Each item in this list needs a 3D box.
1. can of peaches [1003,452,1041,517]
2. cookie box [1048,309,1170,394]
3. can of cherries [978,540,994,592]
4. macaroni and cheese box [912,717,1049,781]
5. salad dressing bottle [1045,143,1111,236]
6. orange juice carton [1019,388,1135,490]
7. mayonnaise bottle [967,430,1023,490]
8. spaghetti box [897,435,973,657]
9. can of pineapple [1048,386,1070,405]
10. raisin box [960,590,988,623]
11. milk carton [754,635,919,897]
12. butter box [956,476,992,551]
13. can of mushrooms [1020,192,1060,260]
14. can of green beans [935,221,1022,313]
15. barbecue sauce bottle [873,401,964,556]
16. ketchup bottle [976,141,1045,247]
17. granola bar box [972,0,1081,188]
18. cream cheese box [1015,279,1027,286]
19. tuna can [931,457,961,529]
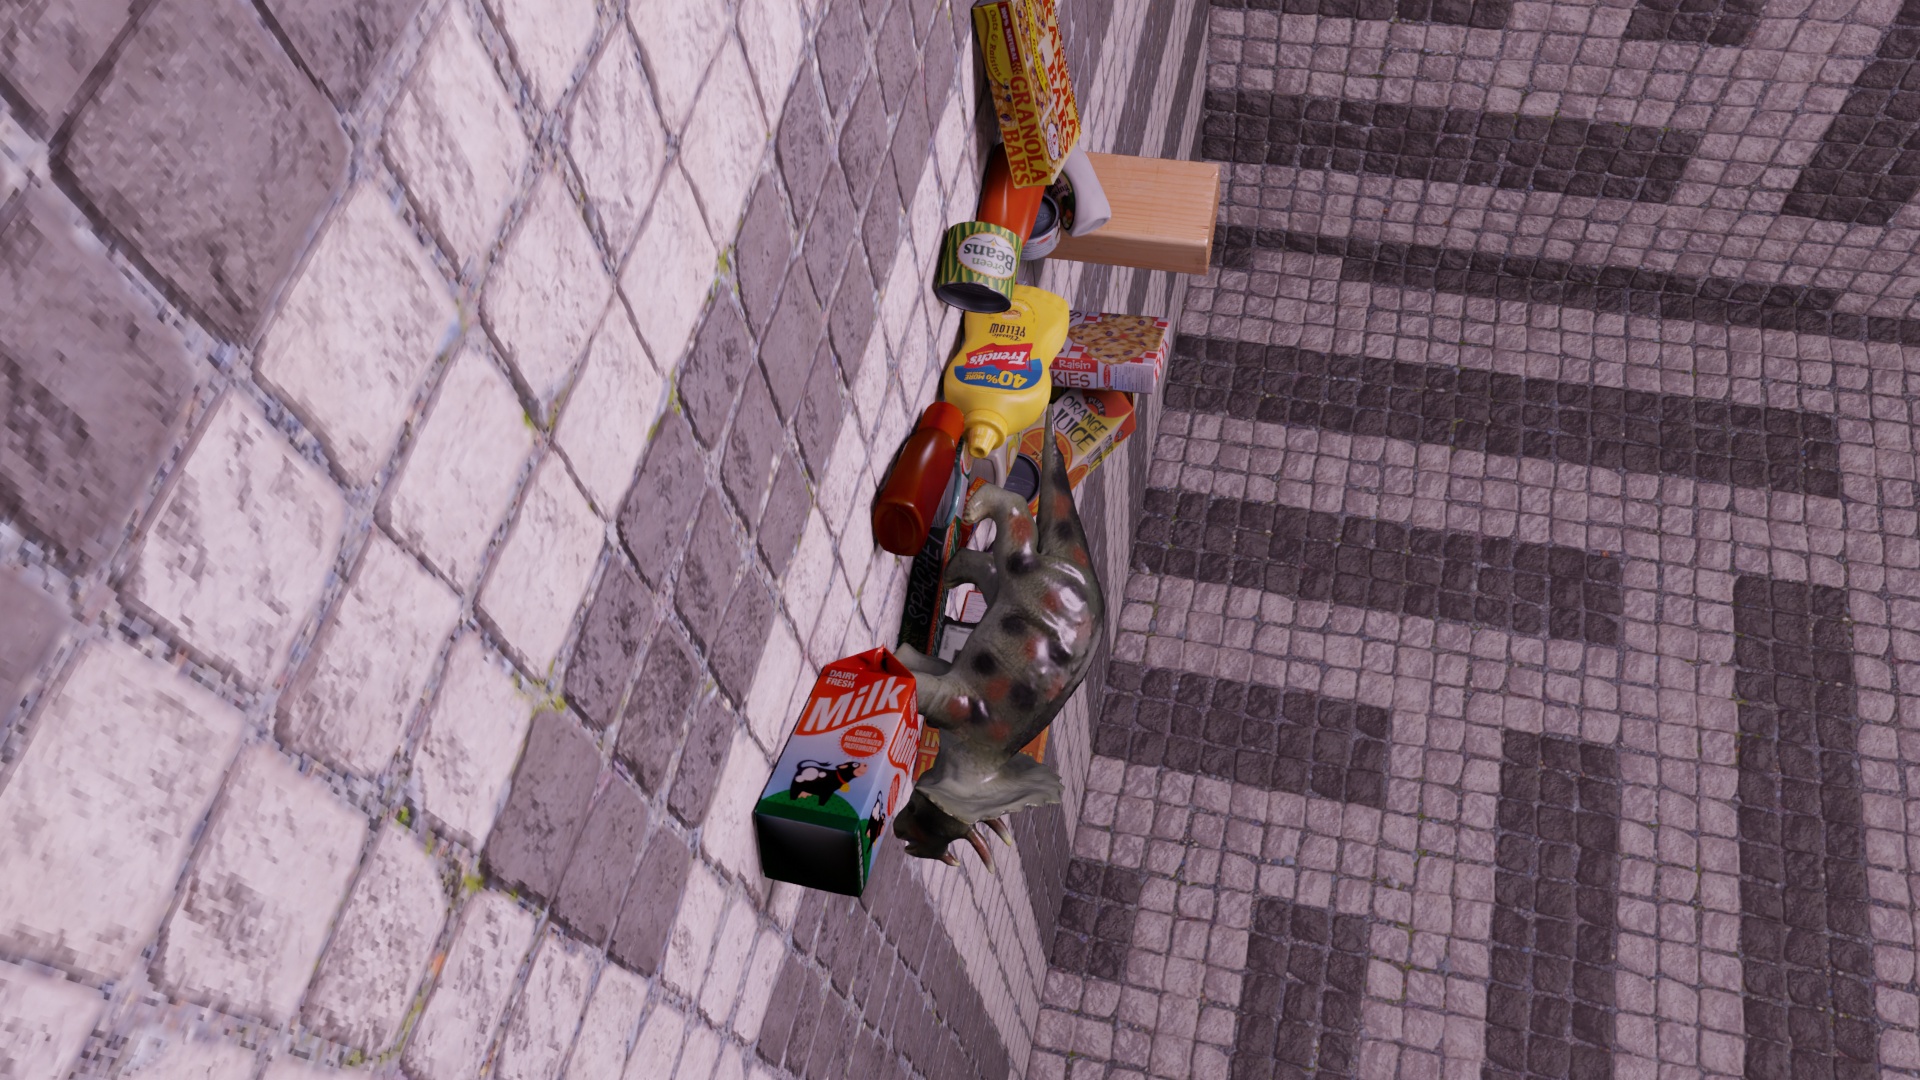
[{"bbox_3d":[0.059,-0.056,1.524,0.058,0.071,0.071,55,45,-74],"label":"can of peaches"},{"bbox_3d":[0.141,-0.212,1.545,0.123,0.167,0.040,-64,157,-53],"label":"cookie box"},{"bbox_3d":[0.057,0.030,1.570,0.059,0.071,0.071,-58,154,-62],"label":"can of cherries"},{"bbox_3d":[0.030,0.175,1.415,0.040,0.124,0.167,54,47,-72],"label":"macaroni and cheese box"},{"bbox_3d":[0.098,-0.373,1.363,0.147,0.044,0.064,66,-17,4],"label":"salad dressing bottle"},{"bbox_3d":[0.138,-0.125,1.599,0.193,0.073,0.071,-44,163,-4],"label":"orange juice carton"},{"bbox_3d":[0.042,-0.105,1.465,0.149,0.041,0.064,-64,158,-53],"label":"mayonnaise bottle"},{"bbox_3d":[-0.021,0.002,1.279,0.050,0.029,0.250,41,59,-76],"label":"spaghetti box"},{"bbox_3d":[0.099,-0.190,1.630,0.071,0.058,0.071,7,92,-78],"label":"can of pineapple"},{"bbox_3d":[0.015,0.129,1.519,0.085,0.040,0.124,83,19,-56],"label":"raisin box"},{"bbox_3d":[-0.079,0.156,1.010,0.192,0.073,0.072,-67,162,-50],"label":"milk carton"},{"bbox_3d":[0.005,-0.017,1.363,0.104,0.024,0.052,-60,176,-58],"label":"butter box"},{"bbox_3d":[0.064,-0.310,1.360,0.033,0.071,0.071,79,23,-59],"label":"can of mushrooms"},{"bbox_3d":[0.016,-0.233,1.186,0.071,0.071,0.058,51,49,-74],"label":"can of green beans"},{"bbox_3d":[-0.031,-0.057,1.152,0.149,0.044,0.064,-70,164,-45],"label":"barbecue sauce bottle"},{"bbox_3d":[0.042,-0.300,1.301,0.064,0.043,0.149,44,53,-47],"label":"ketchup bottle"},{"bbox_3d":[0.062,-0.417,1.240,0.125,0.039,0.164,-65,146,-48],"label":"granola bar box"},{"bbox_3d":[0.052,-0.220,1.465,0.053,0.024,0.103,-55,152,-63],"label":"cream cheese box"},{"bbox_3d":[-0.022,-0.045,1.228,0.071,0.033,0.071,8,92,-78],"label":"tuna can"}]
